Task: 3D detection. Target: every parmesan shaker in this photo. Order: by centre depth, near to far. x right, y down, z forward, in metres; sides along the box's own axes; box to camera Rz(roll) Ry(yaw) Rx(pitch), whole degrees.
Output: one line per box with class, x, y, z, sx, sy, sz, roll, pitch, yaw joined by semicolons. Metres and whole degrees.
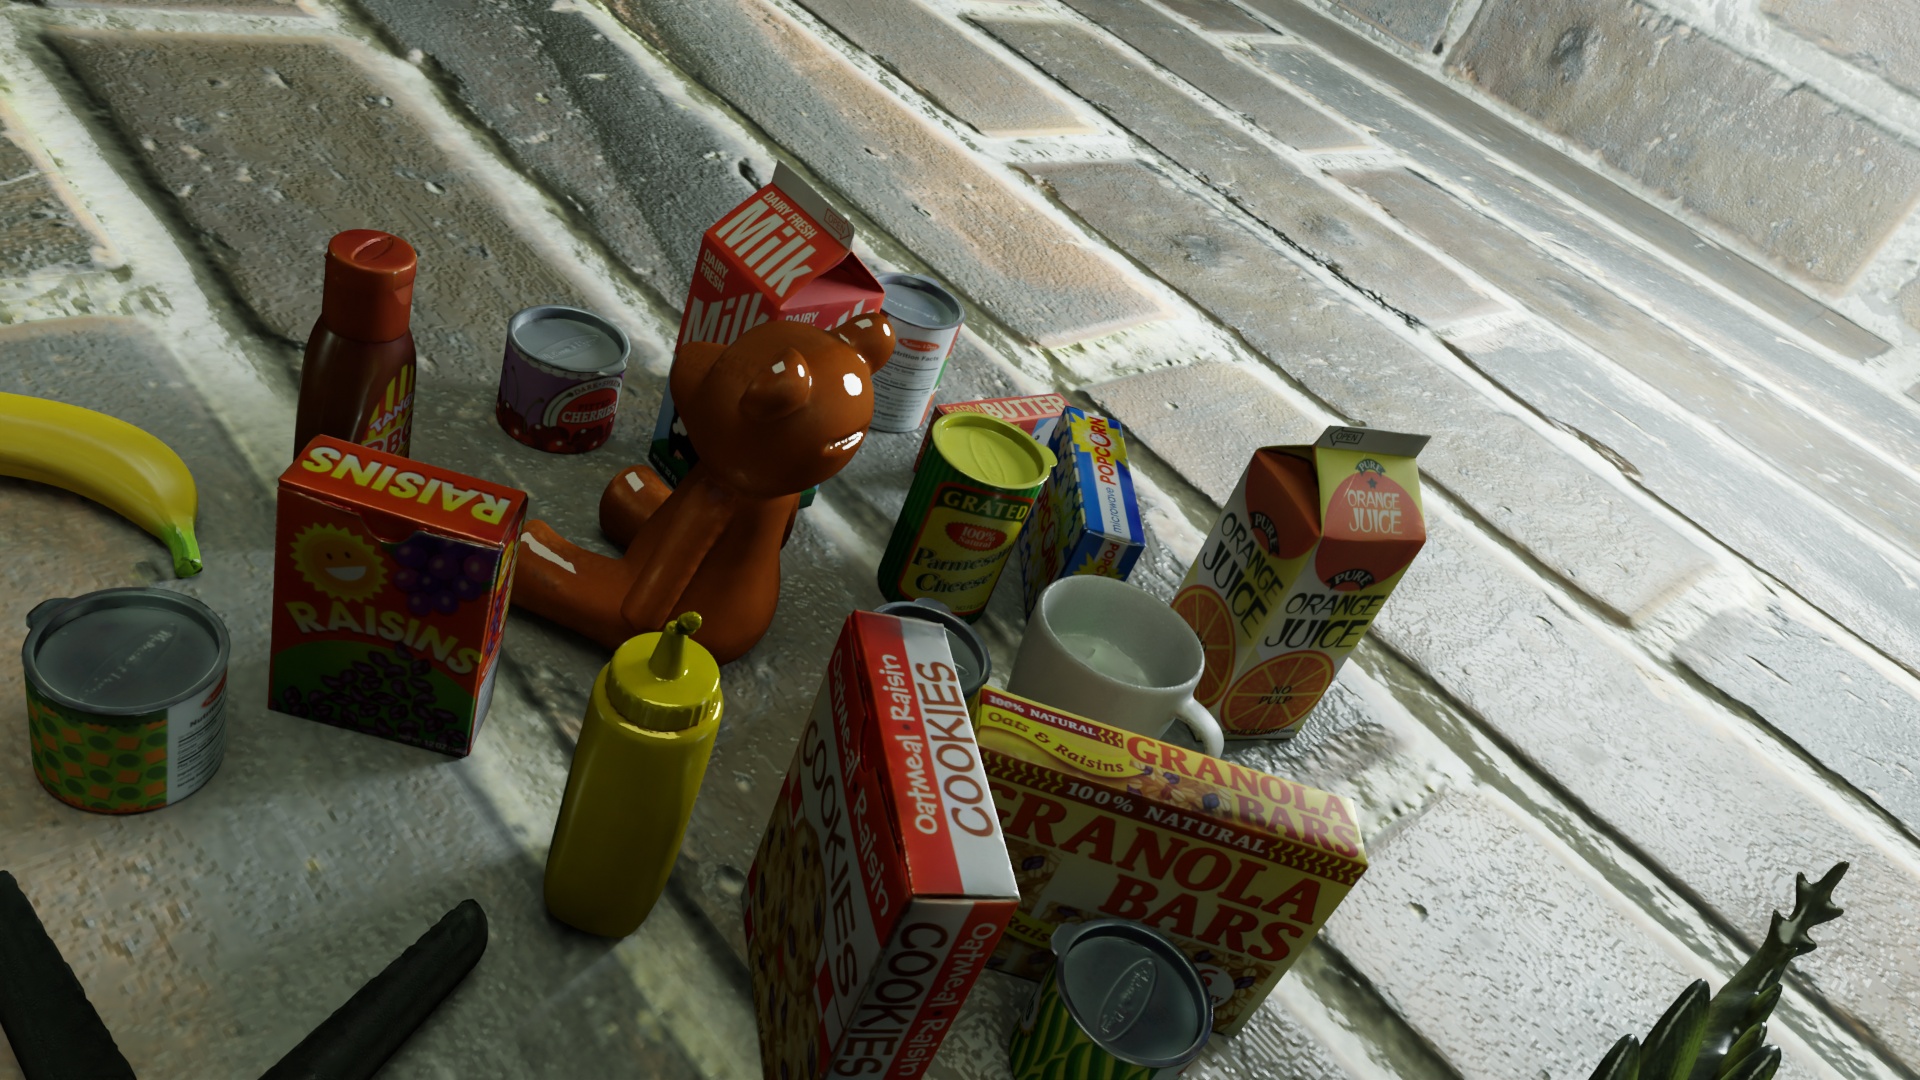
parmesan shaker;0.003;-0.010;0.760;0.071;0.102;0.072;15;35;-11

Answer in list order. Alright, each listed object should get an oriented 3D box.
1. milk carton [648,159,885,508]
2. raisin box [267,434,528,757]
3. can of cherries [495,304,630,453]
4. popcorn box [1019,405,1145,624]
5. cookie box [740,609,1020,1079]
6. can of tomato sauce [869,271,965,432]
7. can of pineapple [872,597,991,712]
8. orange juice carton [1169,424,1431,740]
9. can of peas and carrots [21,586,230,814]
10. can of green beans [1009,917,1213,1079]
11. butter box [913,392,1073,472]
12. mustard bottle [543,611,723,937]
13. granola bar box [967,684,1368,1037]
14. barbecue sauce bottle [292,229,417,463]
milk carton;-0.103;-0.104;0.751;0.074;0.189;0.072;-16;51;-43
raisin box;-0.231;0.025;0.566;0.086;0.122;0.040;17;35;-8
can of cherries;-0.222;-0.089;0.780;0.071;0.058;0.072;15;35;-11
popcorn box;0.067;-0.008;0.809;0.038;0.084;0.127;14;36;-12
cookie box;-0.037;0.128;0.500;0.040;0.166;0.123;7;38;-22
can of tomato sauce;-0.041;-0.123;0.904;0.071;0.082;0.071;15;35;-11
can of pineapple;-0.024;0.072;0.677;0.071;0.057;0.071;15;35;-11
orange juice carton;0.179;0.017;0.746;0.072;0.191;0.073;3;39;-26
can of peas and carrots;-0.318;0.060;0.528;0.071;0.058;0.071;15;35;-11
can of green beans;0.059;0.196;0.558;0.071;0.057;0.071;15;35;-11
butter box;0.023;-0.064;0.887;0.104;0.052;0.024;-10;46;-38
mustard bottle;-0.120;0.081;0.522;0.049;0.159;0.066;18;35;-7
granola bar box;0.064;0.137;0.582;0.165;0.123;0.039;18;35;-7
barbecue sauce bottle;-0.280;-0.071;0.646;0.044;0.147;0.065;23;35;-1
